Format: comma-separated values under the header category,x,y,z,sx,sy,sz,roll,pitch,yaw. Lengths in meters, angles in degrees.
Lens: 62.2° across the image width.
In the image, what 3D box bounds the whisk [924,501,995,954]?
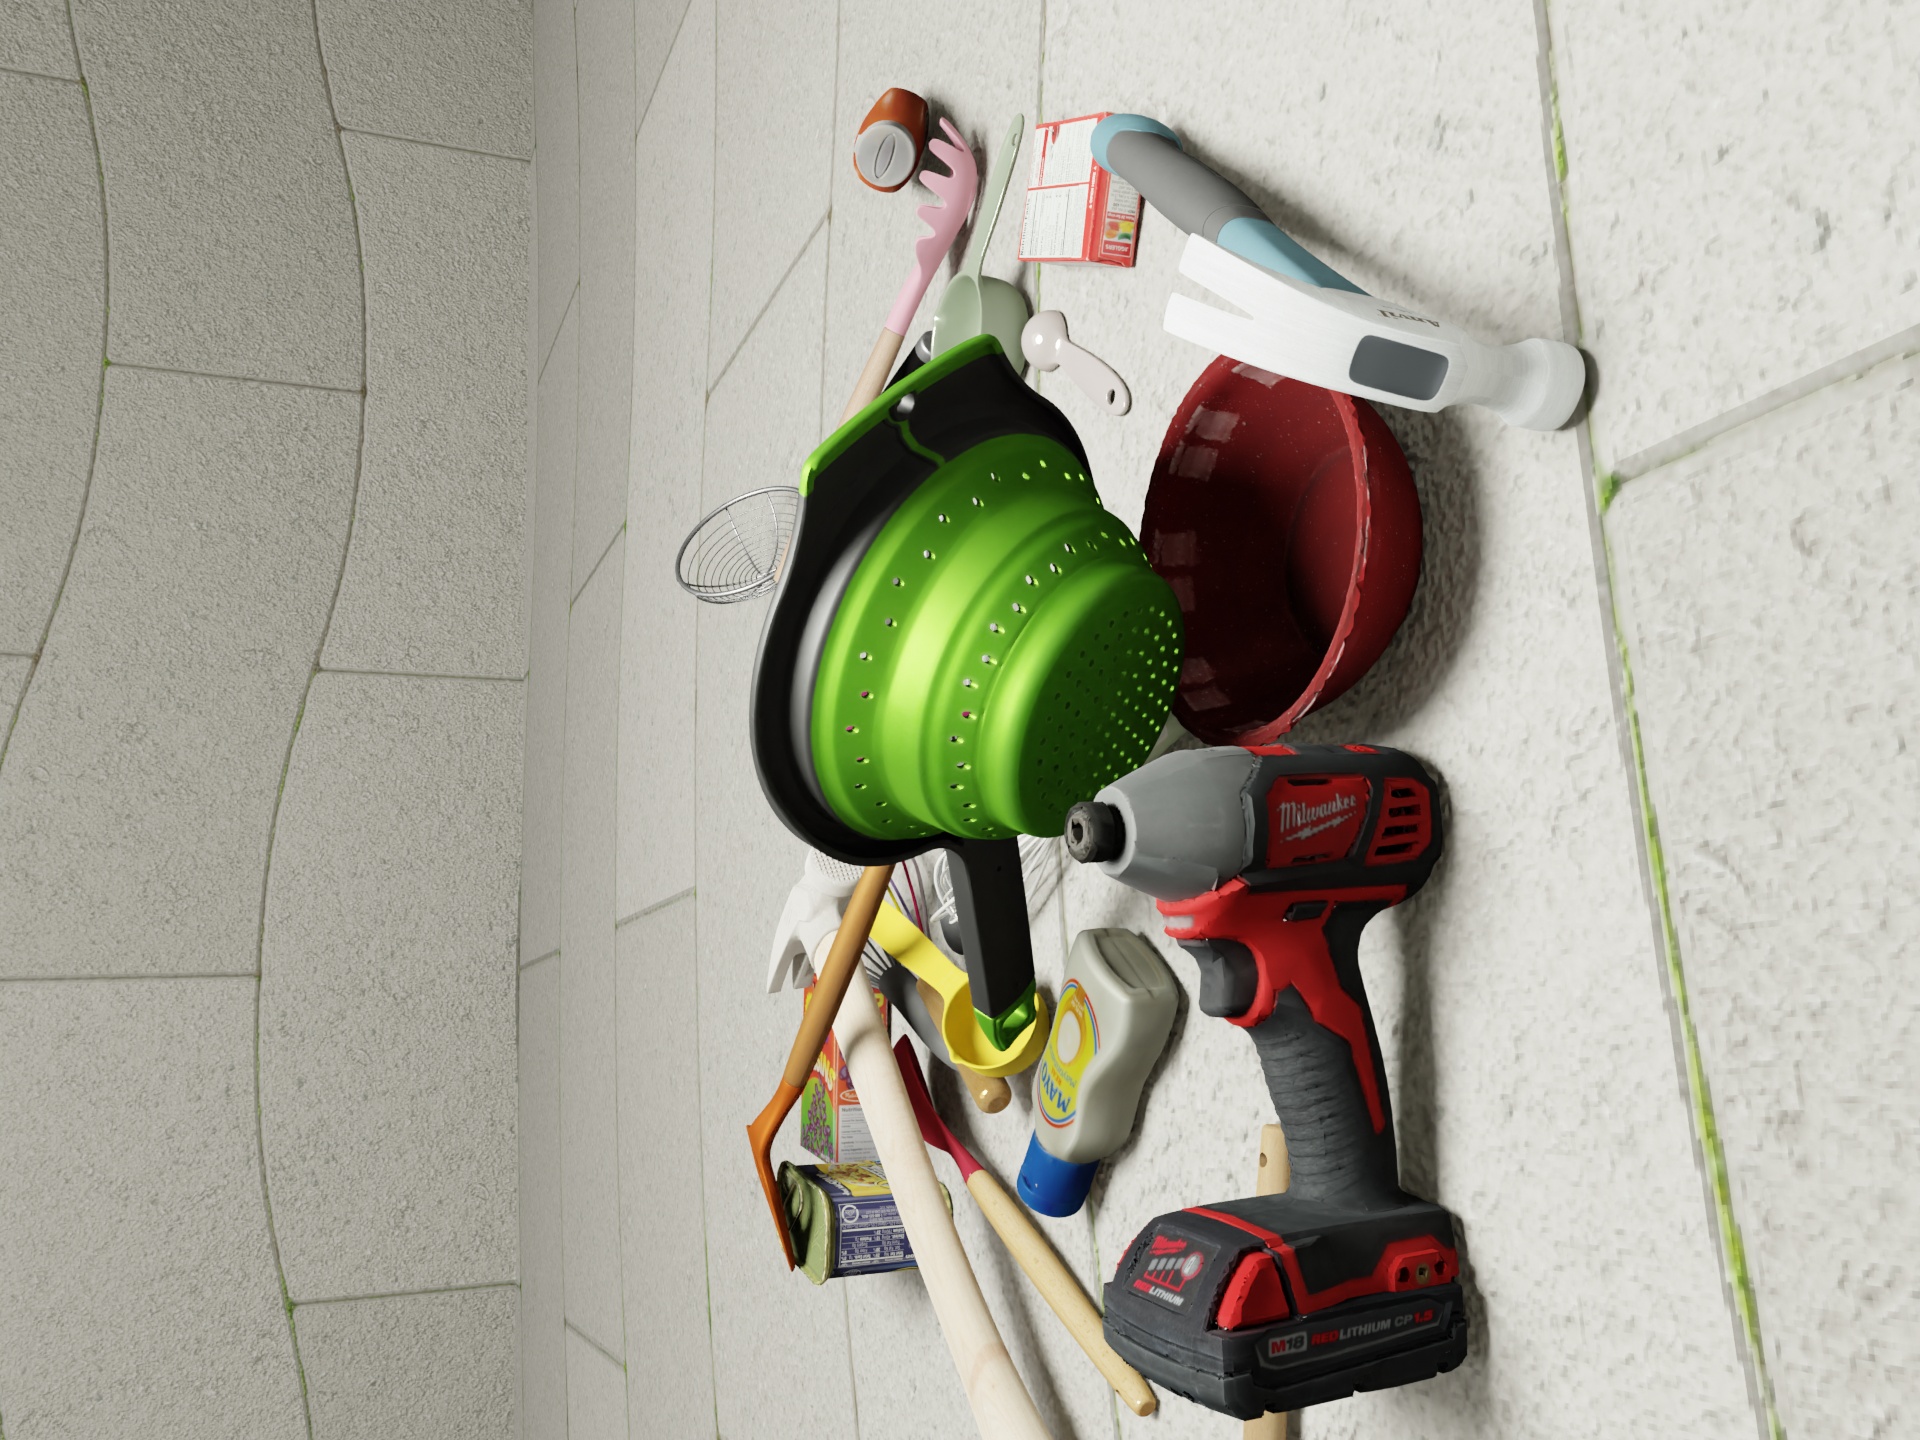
category,x,y,z,sx,sy,sz,roll,pitch,yaw
whisk,0.000,-0.003,0.938,0.070,0.070,0.284,-175,83,-67

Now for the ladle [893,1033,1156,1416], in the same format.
category,x,y,z,sx,sy,sz,roll,pitch,yaw
ladle,0.022,0.269,0.876,0.316,0.031,0.069,39,153,58

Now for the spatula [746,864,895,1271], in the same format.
category,x,y,z,sx,sy,sz,roll,pitch,yaw
spatula,-0.081,0.190,0.924,0.081,0.041,0.322,58,135,47

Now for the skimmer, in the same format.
category,x,y,z,sx,sy,sz,roll,pitch,yaw
skimmer,-0.116,-0.191,1.173,0.363,0.090,0.127,-42,18,56

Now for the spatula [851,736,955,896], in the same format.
category,x,y,z,sx,sy,sz,roll,pitch,yaw
spatula,-0.053,0.085,1.088,0.315,0.018,0.060,121,145,-46

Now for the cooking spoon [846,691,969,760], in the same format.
category,x,y,z,sx,sy,sz,roll,pitch,yaw
cooking spoon,0.024,-0.013,0.842,0.319,0.017,0.069,-13,91,54

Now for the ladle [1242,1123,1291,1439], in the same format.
category,x,y,z,sx,sy,sz,roll,pitch,yaw
ladle,0.110,0.325,0.638,0.078,0.062,0.320,173,101,-66

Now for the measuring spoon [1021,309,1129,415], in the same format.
category,x,y,z,sx,sy,sz,roll,pitch,yaw
measuring spoon,0.059,-0.191,0.857,0.124,0.018,0.034,-124,42,-53

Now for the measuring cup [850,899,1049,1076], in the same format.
category,x,y,z,sx,sy,sz,roll,pitch,yaw
measuring cup,-0.010,0.144,0.897,0.062,0.029,0.157,-48,49,-7

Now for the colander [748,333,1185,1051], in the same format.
category,x,y,z,sx,sy,sz,roll,pitch,yaw
colander,0.032,0.037,0.682,0.095,0.204,0.396,28,145,32

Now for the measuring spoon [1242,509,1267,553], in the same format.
category,x,y,z,sx,sy,sz,roll,pitch,yaw
measuring spoon,0.101,-0.068,0.741,0.128,0.021,0.042,141,128,-61

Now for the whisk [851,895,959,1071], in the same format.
category,x,y,z,sx,sy,sz,roll,pitch,yaw
whisk,-0.039,0.169,1.020,0.239,0.055,0.055,32,117,59

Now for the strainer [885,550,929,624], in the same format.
category,x,y,z,sx,sy,sz,roll,pitch,yaw
strainer,-0.051,-0.088,0.978,0.256,0.069,0.151,-90,19,-66

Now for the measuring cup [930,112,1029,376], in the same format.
category,x,y,z,sx,sy,sz,roll,pitch,yaw
measuring cup,0.025,-0.263,0.923,0.083,0.038,0.167,-122,43,-53

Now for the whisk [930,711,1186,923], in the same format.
category,x,y,z,sx,sy,sz,roll,pitch,yaw
whisk,0.048,0.051,0.824,0.058,0.059,0.246,53,140,10

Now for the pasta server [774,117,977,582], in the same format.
category,x,y,z,sx,sy,sz,roll,pitch,yaw
pasta server,-0.061,-0.232,1.037,0.060,0.040,0.316,-94,29,-71

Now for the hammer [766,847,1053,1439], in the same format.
category,x,y,z,sx,sy,sz,roll,pitch,yaw
hammer,-0.027,0.269,0.902,0.411,0.038,0.146,64,147,35

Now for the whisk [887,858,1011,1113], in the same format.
category,x,y,z,sx,sy,sz,roll,pitch,yaw
whisk,-0.022,0.145,0.960,0.245,0.051,0.047,56,134,49

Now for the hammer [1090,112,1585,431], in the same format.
category,x,y,z,sx,sy,sz,roll,pitch,yaw
hammer,0.114,-0.196,0.642,0.331,0.128,0.033,-109,30,-57

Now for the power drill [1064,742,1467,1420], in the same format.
category,x,y,z,sx,sy,sz,roll,pitch,yaw
power drill,0.105,0.117,0.563,0.078,0.143,0.220,-11,80,63
